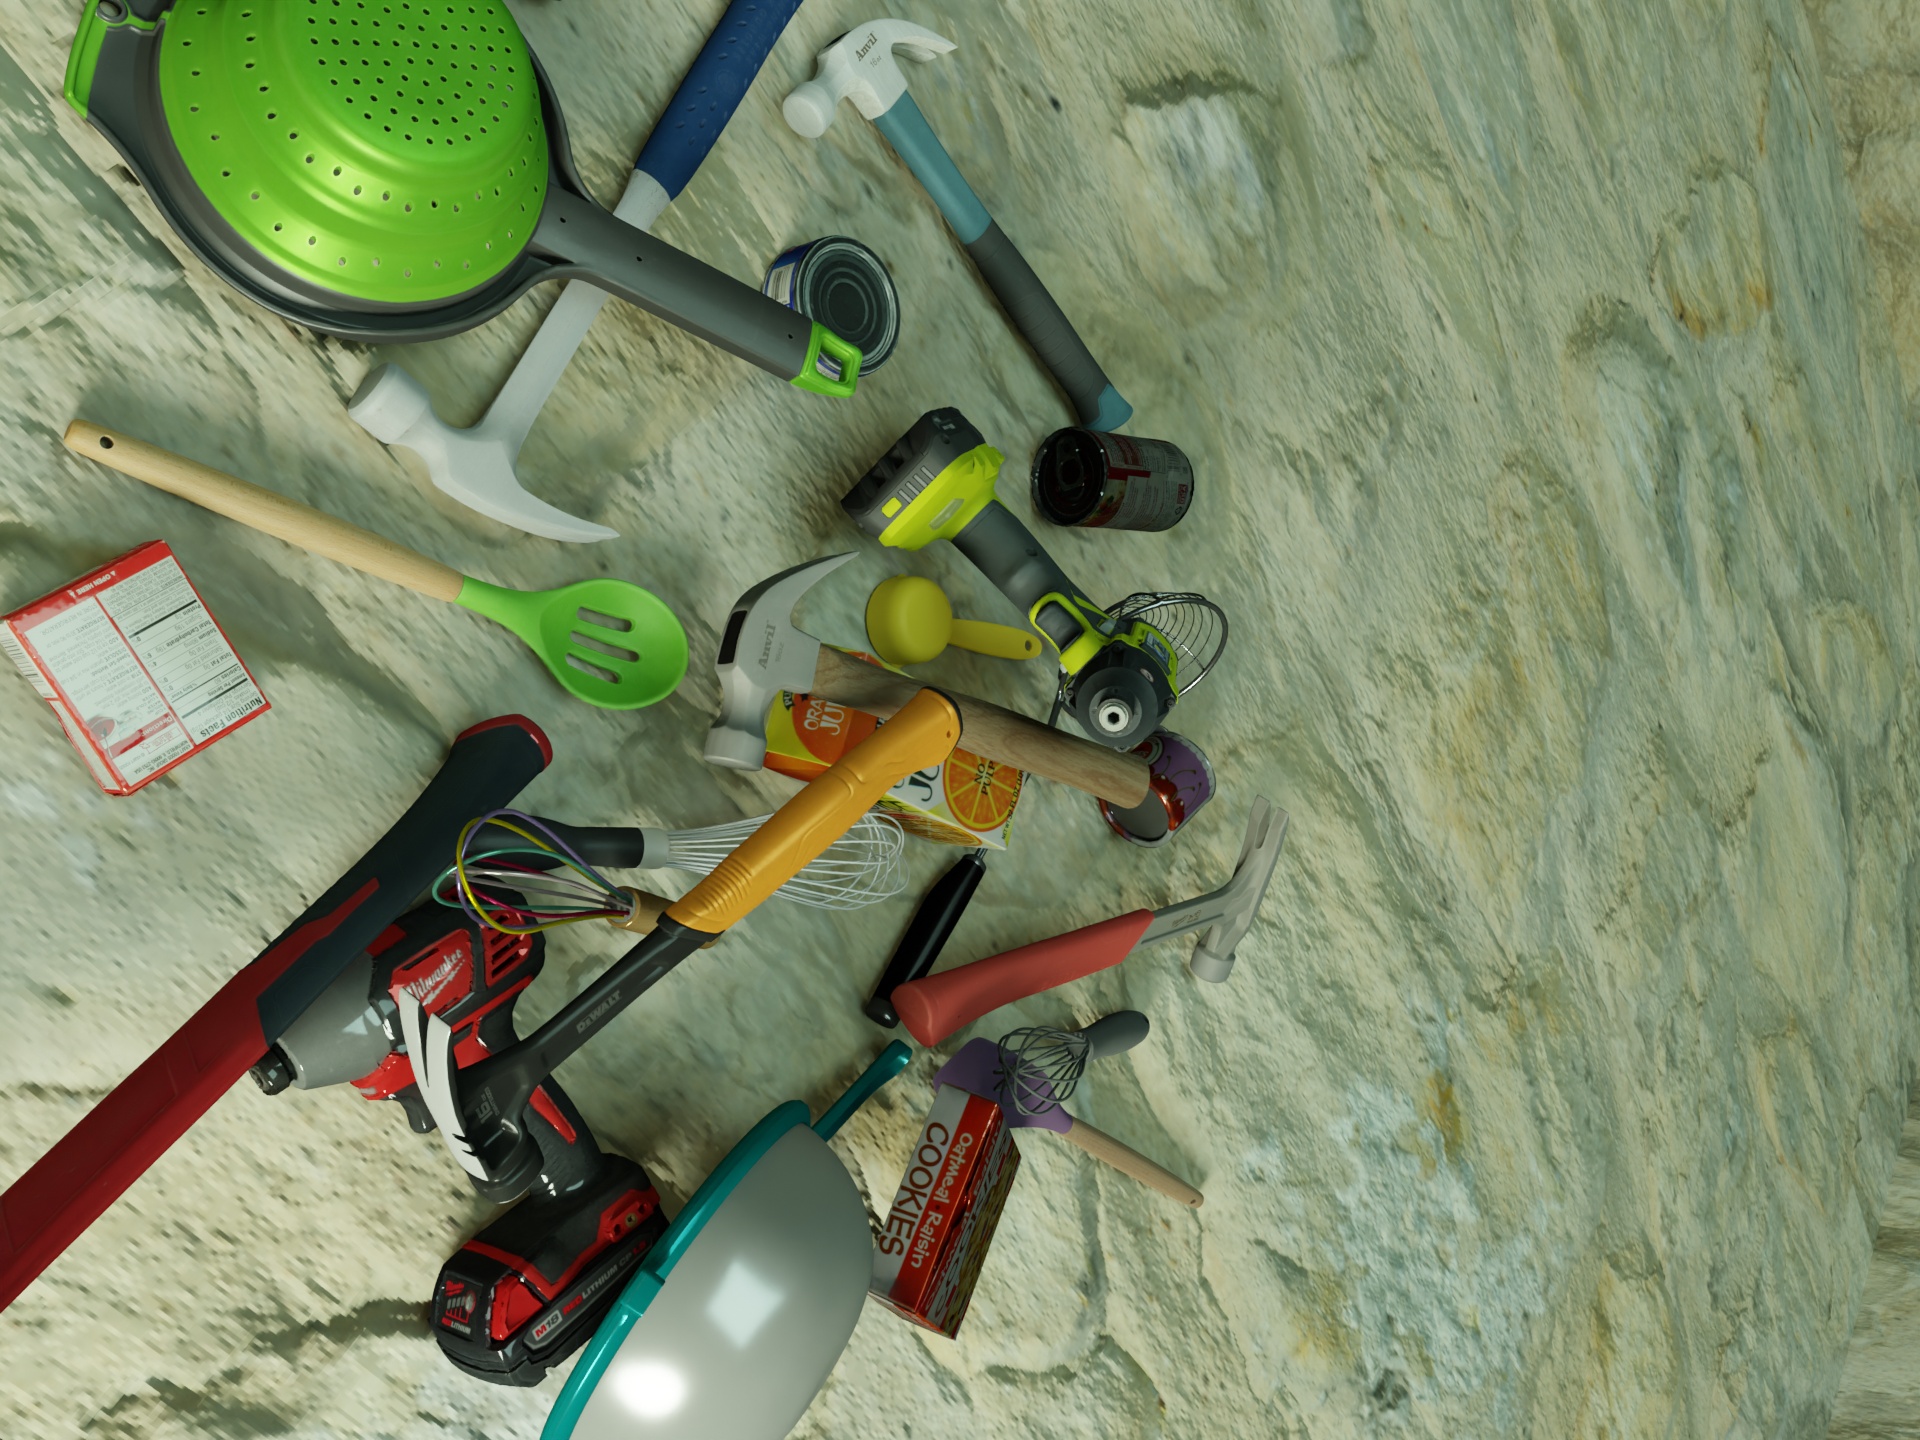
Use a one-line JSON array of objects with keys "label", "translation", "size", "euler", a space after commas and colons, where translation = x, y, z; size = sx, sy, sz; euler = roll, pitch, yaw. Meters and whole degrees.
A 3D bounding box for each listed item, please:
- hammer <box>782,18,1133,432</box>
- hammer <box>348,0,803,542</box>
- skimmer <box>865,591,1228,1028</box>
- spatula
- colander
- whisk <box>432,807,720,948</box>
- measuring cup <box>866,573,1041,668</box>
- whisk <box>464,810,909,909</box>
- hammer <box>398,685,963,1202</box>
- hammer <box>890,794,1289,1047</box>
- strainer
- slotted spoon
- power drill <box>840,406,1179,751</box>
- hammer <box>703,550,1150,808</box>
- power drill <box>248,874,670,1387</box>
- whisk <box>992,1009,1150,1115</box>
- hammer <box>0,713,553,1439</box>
[{"label": "hammer", "translation": [0.018, -0.314, 1.059], "size": [0.330, 0.033, 0.128], "euler": [48, 59, -33]}, {"label": "hammer", "translation": [-0.171, -0.280, 0.871], "size": [0.143, 0.035, 0.406], "euler": [41, 62, -36]}, {"label": "skimmer", "translation": [0.063, 0.057, 1.054], "size": [0.363, 0.090, 0.127], "euler": [-58, 157, -26]}, {"label": "spatula", "translation": [0.085, 0.293, 1.114], "size": [0.060, 0.018, 0.315], "euler": [-46, 130, 7]}, {"label": "colander", "translation": [-0.195, -0.257, 0.759], "size": [0.396, 0.094, 0.205], "euler": [21, 71, -32]}, {"label": "whisk", "translation": [-0.180, 0.093, 0.790], "size": [0.051, 0.047, 0.244], "euler": [-44, 157, 2]}, {"label": "measuring cup", "translation": [0.006, -0.058, 1.042], "size": [0.156, 0.029, 0.062], "euler": [8, 84, -42]}, {"label": "whisk", "translation": [-0.144, 0.072, 0.878], "size": [0.284, 0.070, 0.070], "euler": [6, 85, -40]}, {"label": "hammer", "translation": [-0.116, 0.079, 0.772], "size": [0.337, 0.034, 0.127], "euler": [-41, 143, -33]}, {"label": "hammer", "translation": [0.096, 0.145, 1.077], "size": [0.359, 0.037, 0.149], "euler": [-9, 122, -45]}, {"label": "strainer", "translation": [-0.081, 0.283, 0.851], "size": [0.340, 0.095, 0.211], "euler": [-37, 157, -58]}, {"label": "slotted spoon", "translation": [-0.269, -0.076, 0.777], "size": [0.313, 0.031, 0.070], "euler": [23, 73, -40]}, {"label": "power drill", "translation": [0.040, -0.079, 0.947], "size": [0.223, 0.080, 0.171], "euler": [45, 15, -2]}, {"label": "hammer", "translation": [-0.001, -0.003, 0.929], "size": [0.331, 0.031, 0.130], "euler": [19, 76, -42]}, {"label": "power drill", "translation": [-0.238, 0.200, 0.769], "size": [0.143, 0.078, 0.219], "euler": [-34, 109, -41]}, {"label": "whisk", "translation": [0.082, 0.221, 1.063], "size": [0.239, 0.055, 0.055], "euler": [3, 87, -64]}, {"label": "hammer", "translation": [-0.287, 0.127, 0.671], "size": [0.386, 0.143, 0.038], "euler": [-54, 154, -43]}]
